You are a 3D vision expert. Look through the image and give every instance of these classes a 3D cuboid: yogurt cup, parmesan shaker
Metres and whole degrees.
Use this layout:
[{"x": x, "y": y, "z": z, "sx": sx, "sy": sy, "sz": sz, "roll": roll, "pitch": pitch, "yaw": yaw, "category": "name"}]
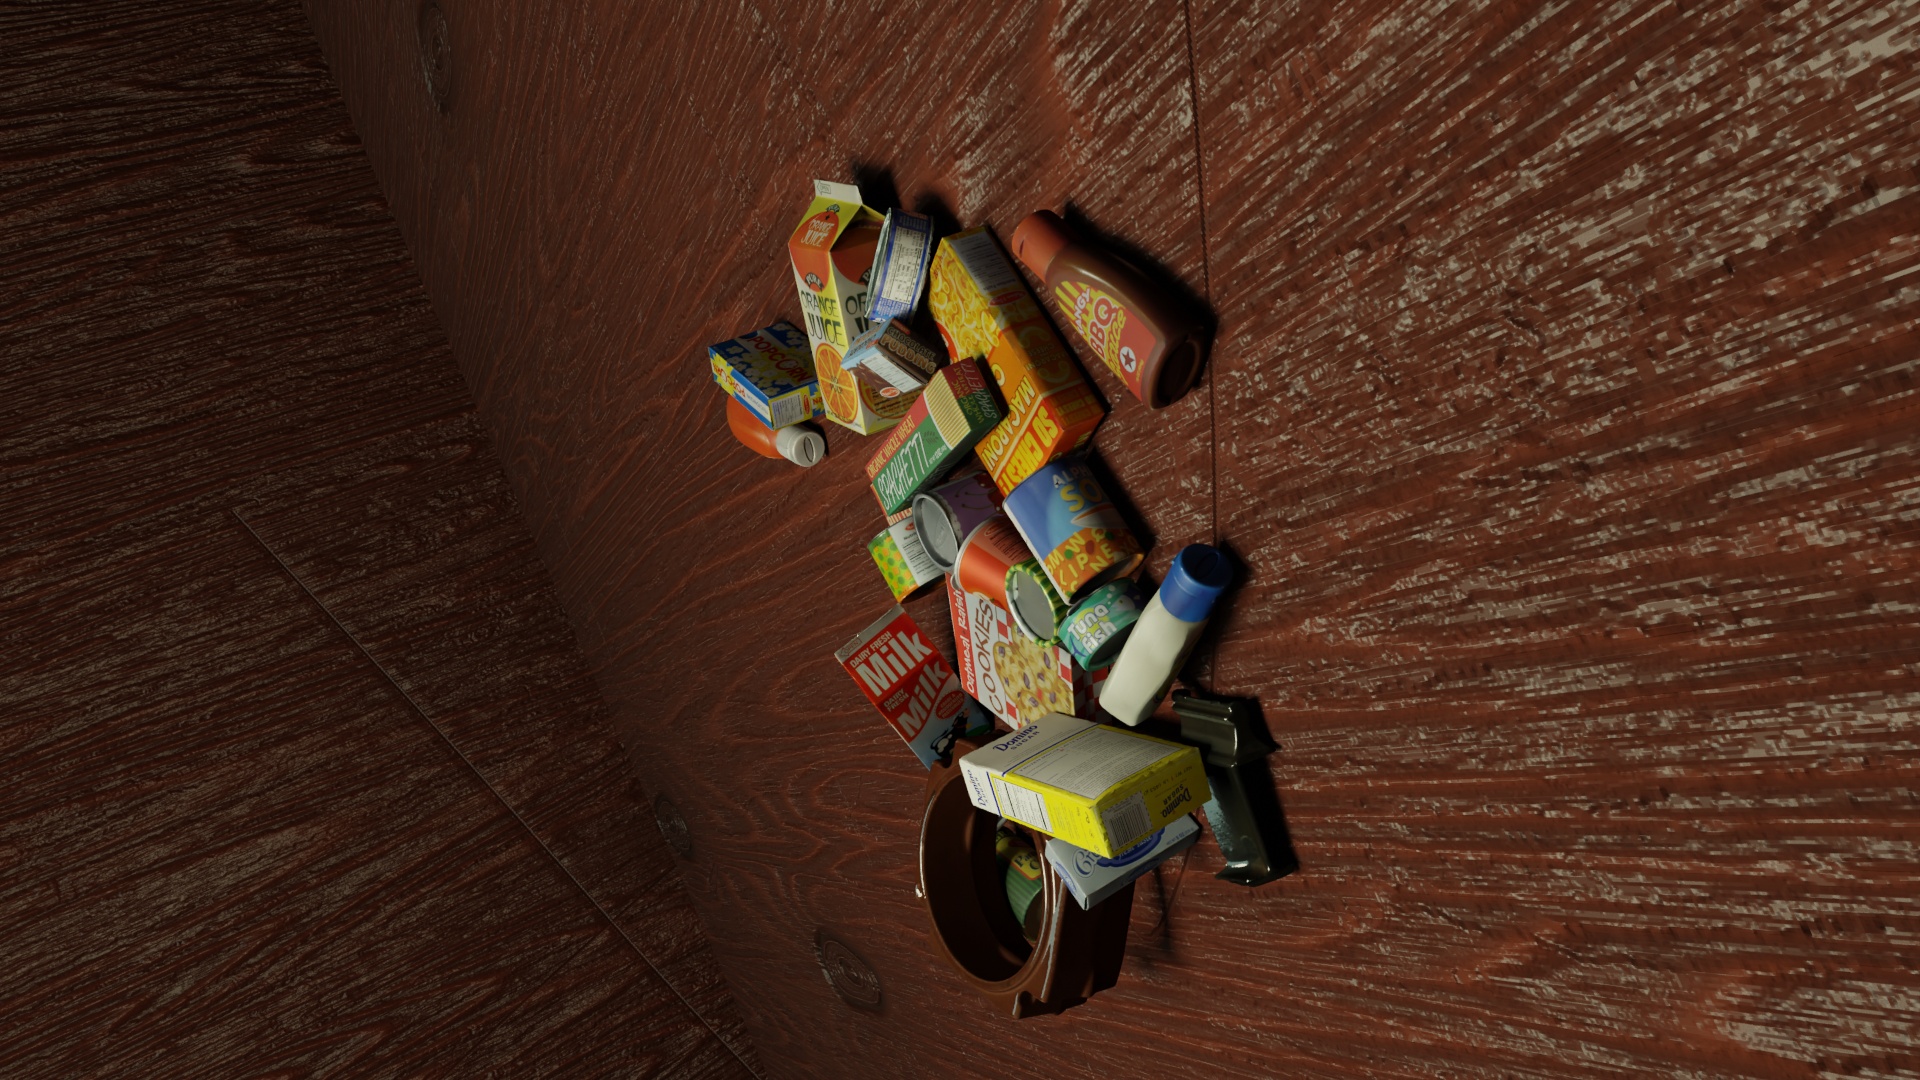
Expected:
[{"x": 0.037, "y": 0.022, "z": 1.068, "sx": 0.054, "sy": 0.073, "sz": 0.072, "roll": 33, "pitch": 140, "yaw": 37, "category": "yogurt cup"}, {"x": 0.056, "y": 0.315, "z": 1.275, "sx": 0.103, "sy": 0.071, "sz": 0.071, "roll": 28, "pitch": 135, "yaw": 52, "category": "parmesan shaker"}]

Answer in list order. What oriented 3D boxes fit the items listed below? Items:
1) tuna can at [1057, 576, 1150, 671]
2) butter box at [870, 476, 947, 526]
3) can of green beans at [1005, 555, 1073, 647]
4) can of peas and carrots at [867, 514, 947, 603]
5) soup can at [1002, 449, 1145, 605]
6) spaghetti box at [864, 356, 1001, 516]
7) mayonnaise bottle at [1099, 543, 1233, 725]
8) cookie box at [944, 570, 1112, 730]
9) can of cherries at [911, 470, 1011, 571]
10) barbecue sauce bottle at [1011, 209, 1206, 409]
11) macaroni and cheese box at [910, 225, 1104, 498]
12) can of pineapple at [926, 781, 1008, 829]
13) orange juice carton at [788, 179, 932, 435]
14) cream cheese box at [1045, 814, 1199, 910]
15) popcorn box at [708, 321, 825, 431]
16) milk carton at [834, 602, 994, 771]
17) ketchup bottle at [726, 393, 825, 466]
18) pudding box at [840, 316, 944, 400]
[{"x": 0.102, "y": 0.058, "z": 0.963, "sx": 0.033, "sy": 0.071, "sz": 0.070, "roll": 53, "pitch": 151, "yaw": 23, "category": "tuna can"}, {"x": -0.045, "y": -0.047, "z": 1.214, "sx": 0.053, "sy": 0.024, "sz": 0.103, "roll": 63, "pitch": 154, "yaw": 9, "category": "butter box"}, {"x": 0.074, "y": 0.038, "z": 1.014, "sx": 0.071, "sy": 0.058, "sz": 0.071, "roll": 43, "pitch": 146, "yaw": 40, "category": "can of green beans"}, {"x": -0.039, "y": 0.015, "z": 1.205, "sx": 0.059, "sy": 0.071, "sz": 0.070, "roll": 61, "pitch": 154, "yaw": 11, "category": "can of peas and carrots"}, {"x": 0.080, "y": -0.009, "z": 0.957, "sx": 0.084, "sy": 0.071, "sz": 0.071, "roll": 58, "pitch": 153, "yaw": 17, "category": "soup can"}, {"x": -0.026, "y": -0.073, "z": 1.067, "sx": 0.050, "sy": 0.029, "sz": 0.249, "roll": 65, "pitch": 160, "yaw": 5, "category": "spaghetti box"}, {"x": 0.136, "y": 0.061, "z": 0.912, "sx": 0.041, "sy": 0.065, "sz": 0.147, "roll": 35, "pitch": 141, "yaw": 13, "category": "mayonnaise bottle"}, {"x": 0.055, "y": 0.099, "z": 1.123, "sx": 0.168, "sy": 0.040, "sz": 0.122, "roll": 33, "pitch": 138, "yaw": 48, "category": "cookie box"}, {"x": 0.004, "y": -0.014, "z": 1.107, "sx": 0.071, "sy": 0.058, "sz": 0.071, "roll": 42, "pitch": 144, "yaw": 41, "category": "can of cherries"}, {"x": 0.088, "y": -0.148, "z": 0.850, "sx": 0.149, "sy": 0.044, "sz": 0.064, "roll": 51, "pitch": 152, "yaw": 31, "category": "barbecue sauce bottle"}, {"x": 0.029, "y": -0.120, "z": 0.991, "sx": 0.167, "sy": 0.040, "sz": 0.123, "roll": 59, "pitch": 155, "yaw": 17, "category": "macaroni and cheese box"}, {"x": 0.009, "y": 0.235, "z": 1.294, "sx": 0.058, "sy": 0.071, "sz": 0.071, "roll": -1, "pitch": 110, "yaw": 62, "category": "can of pineapple"}, {"x": -0.080, "y": -0.190, "z": 1.106, "sx": 0.072, "sy": 0.073, "sz": 0.191, "roll": 26, "pitch": 133, "yaw": 54, "category": "orange juice carton"}, {"x": 0.119, "y": 0.223, "z": 1.027, "sx": 0.053, "sy": 0.104, "sz": 0.024, "roll": 50, "pitch": 157, "yaw": 34, "category": "cream cheese box"}, {"x": -0.167, "y": -0.154, "z": 1.290, "sx": 0.127, "sy": 0.085, "sz": 0.038, "roll": 39, "pitch": 144, "yaw": 43, "category": "popcorn box"}, {"x": -0.046, "y": 0.126, "z": 1.224, "sx": 0.073, "sy": 0.072, "sz": 0.189, "roll": 44, "pitch": 170, "yaw": 39, "category": "milk carton"}, {"x": -0.188, "y": -0.111, "z": 1.415, "sx": 0.149, "sy": 0.044, "sz": 0.064, "roll": 30, "pitch": 137, "yaw": 51, "category": "ketchup bottle"}, {"x": -0.052, "y": -0.134, "z": 1.030, "sx": 0.049, "sy": 0.030, "sz": 0.083, "roll": 34, "pitch": 165, "yaw": -17, "category": "pudding box"}]
